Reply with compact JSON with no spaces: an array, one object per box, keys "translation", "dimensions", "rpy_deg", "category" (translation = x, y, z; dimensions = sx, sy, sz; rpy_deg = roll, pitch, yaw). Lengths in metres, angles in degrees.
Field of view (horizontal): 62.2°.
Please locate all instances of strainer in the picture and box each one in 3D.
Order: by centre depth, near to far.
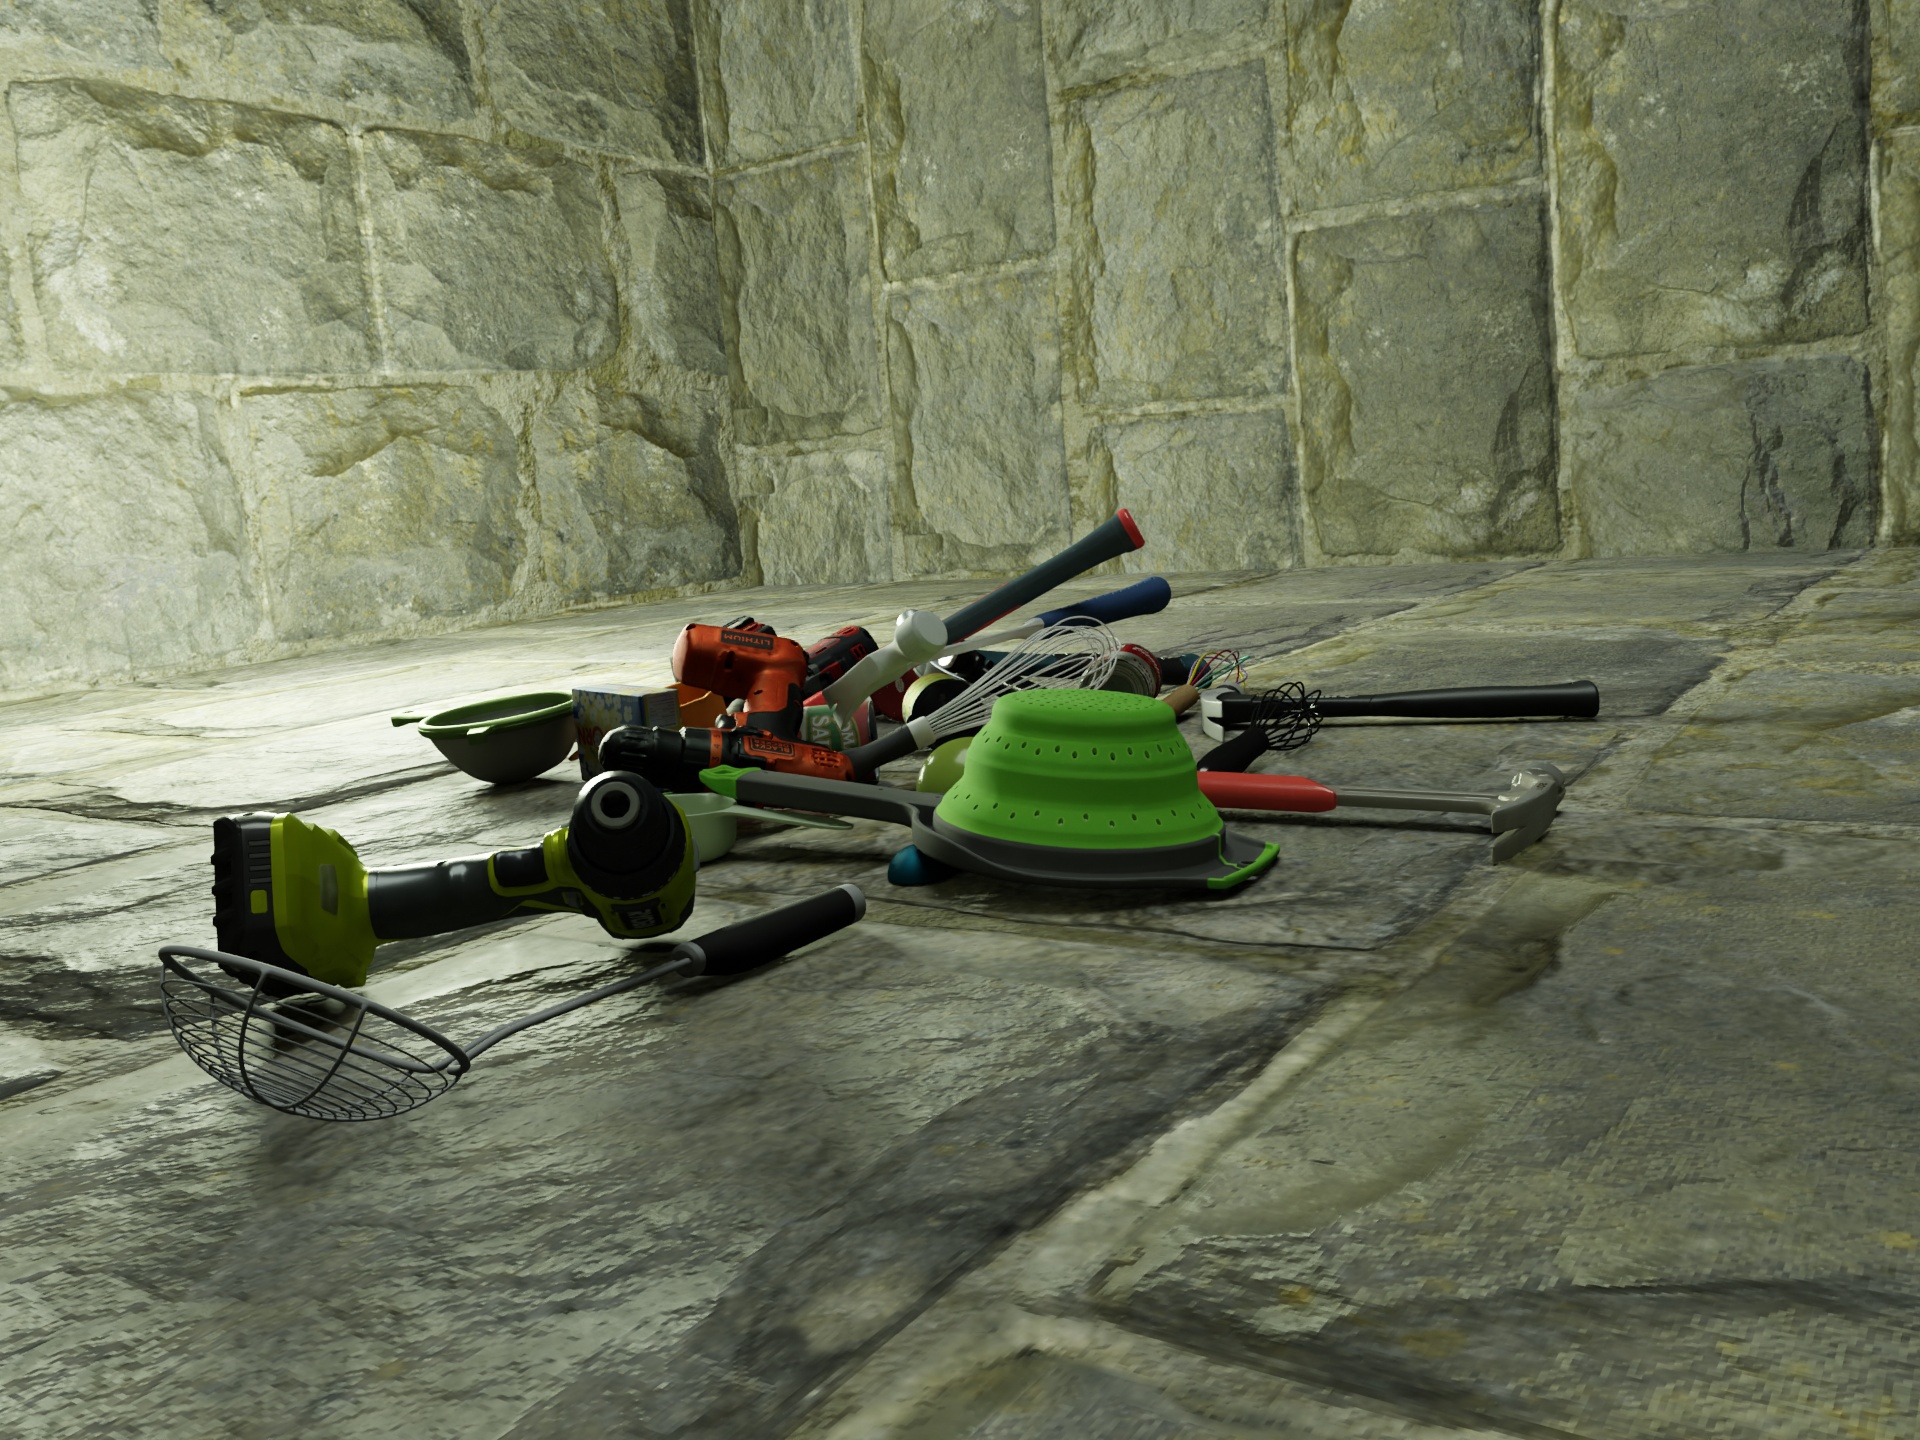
[{"translation":[-0.450,0.021,1.478],"dimensions":[0.256,0.069,0.151],"rpy_deg":[-1,13,40],"category":"strainer"}]

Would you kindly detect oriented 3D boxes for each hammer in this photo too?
[{"translation":[0.203,0.050,1.056],"dimensions":[0.359,0.036,0.149],"rpy_deg":[2,11,33],"category":"hammer"},{"translation":[0.050,-0.073,1.337],"dimensions":[0.144,0.035,0.405],"rpy_deg":[-35,-11,40],"category":"hammer"},{"translation":[0.094,-0.002,1.352],"dimensions":[0.127,0.034,0.337],"rpy_deg":[28,2,-25],"category":"hammer"},{"translation":[-0.020,-0.073,1.371],"dimensions":[0.386,0.038,0.143],"rpy_deg":[-29,-7,12],"category":"hammer"},{"translation":[0.372,-0.013,1.375],"dimensions":[0.335,0.035,0.146],"rpy_deg":[-1,9,19],"category":"hammer"},{"translation":[0.105,-0.056,1.604],"dimensions":[0.331,0.033,0.128],"rpy_deg":[2,40,-24],"category":"hammer"}]

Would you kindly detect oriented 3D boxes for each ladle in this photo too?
[{"translation":[0.034,0.037,1.249],"dimensions":[0.078,0.062,0.320],"rpy_deg":[0,3,13],"category":"ladle"}]

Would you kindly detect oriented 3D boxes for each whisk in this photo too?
[{"translation":[0.231,0.015,1.237],"dimensions":[0.055,0.055,0.239],"rpy_deg":[1,15,31],"category":"whisk"},{"translation":[-0.002,-0.004,1.259],"dimensions":[0.284,0.070,0.070],"rpy_deg":[-25,11,-4],"category":"whisk"},{"translation":[0.230,-0.028,1.533],"dimensions":[0.051,0.047,0.245],"rpy_deg":[-13,8,30],"category":"whisk"}]

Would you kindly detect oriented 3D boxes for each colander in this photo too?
[{"translation":[0.001,0.024,1.006],"dimensions":[0.397,0.094,0.204],"rpy_deg":[7,10,28],"category":"colander"}]

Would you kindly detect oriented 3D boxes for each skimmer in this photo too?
[{"translation":[-0.179,0.101,0.744],"dimensions":[0.127,0.090,0.363],"rpy_deg":[-6,5,41],"category":"skimmer"}]

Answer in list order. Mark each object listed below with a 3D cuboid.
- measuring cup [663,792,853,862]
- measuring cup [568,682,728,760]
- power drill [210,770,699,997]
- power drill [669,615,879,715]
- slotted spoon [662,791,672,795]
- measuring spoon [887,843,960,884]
[{"translation":[-0.148,0.078,1.067],"dimensions":[0.167,0.038,0.083],"rpy_deg":[5,10,21],"category":"measuring cup"},{"translation":[-0.293,0.017,1.499],"dimensions":[0.095,0.052,0.173],"rpy_deg":[3,28,43],"category":"measuring cup"},{"translation":[-0.249,0.078,0.809],"dimensions":[0.228,0.080,0.190],"rpy_deg":[-7,-17,-9],"category":"power drill"},{"translation":[-0.214,-0.041,1.668],"dimensions":[0.188,0.080,0.227],"rpy_deg":[-34,26,-33],"category":"power drill"},{"translation":[-0.199,0.047,1.310],"dimensions":[0.070,0.031,0.314],"rpy_deg":[-4,7,3],"category":"slotted spoon"},{"translation":[0.012,0.079,1.003],"dimensions":[0.128,0.021,0.042],"rpy_deg":[-11,11,-28],"category":"measuring spoon"}]
